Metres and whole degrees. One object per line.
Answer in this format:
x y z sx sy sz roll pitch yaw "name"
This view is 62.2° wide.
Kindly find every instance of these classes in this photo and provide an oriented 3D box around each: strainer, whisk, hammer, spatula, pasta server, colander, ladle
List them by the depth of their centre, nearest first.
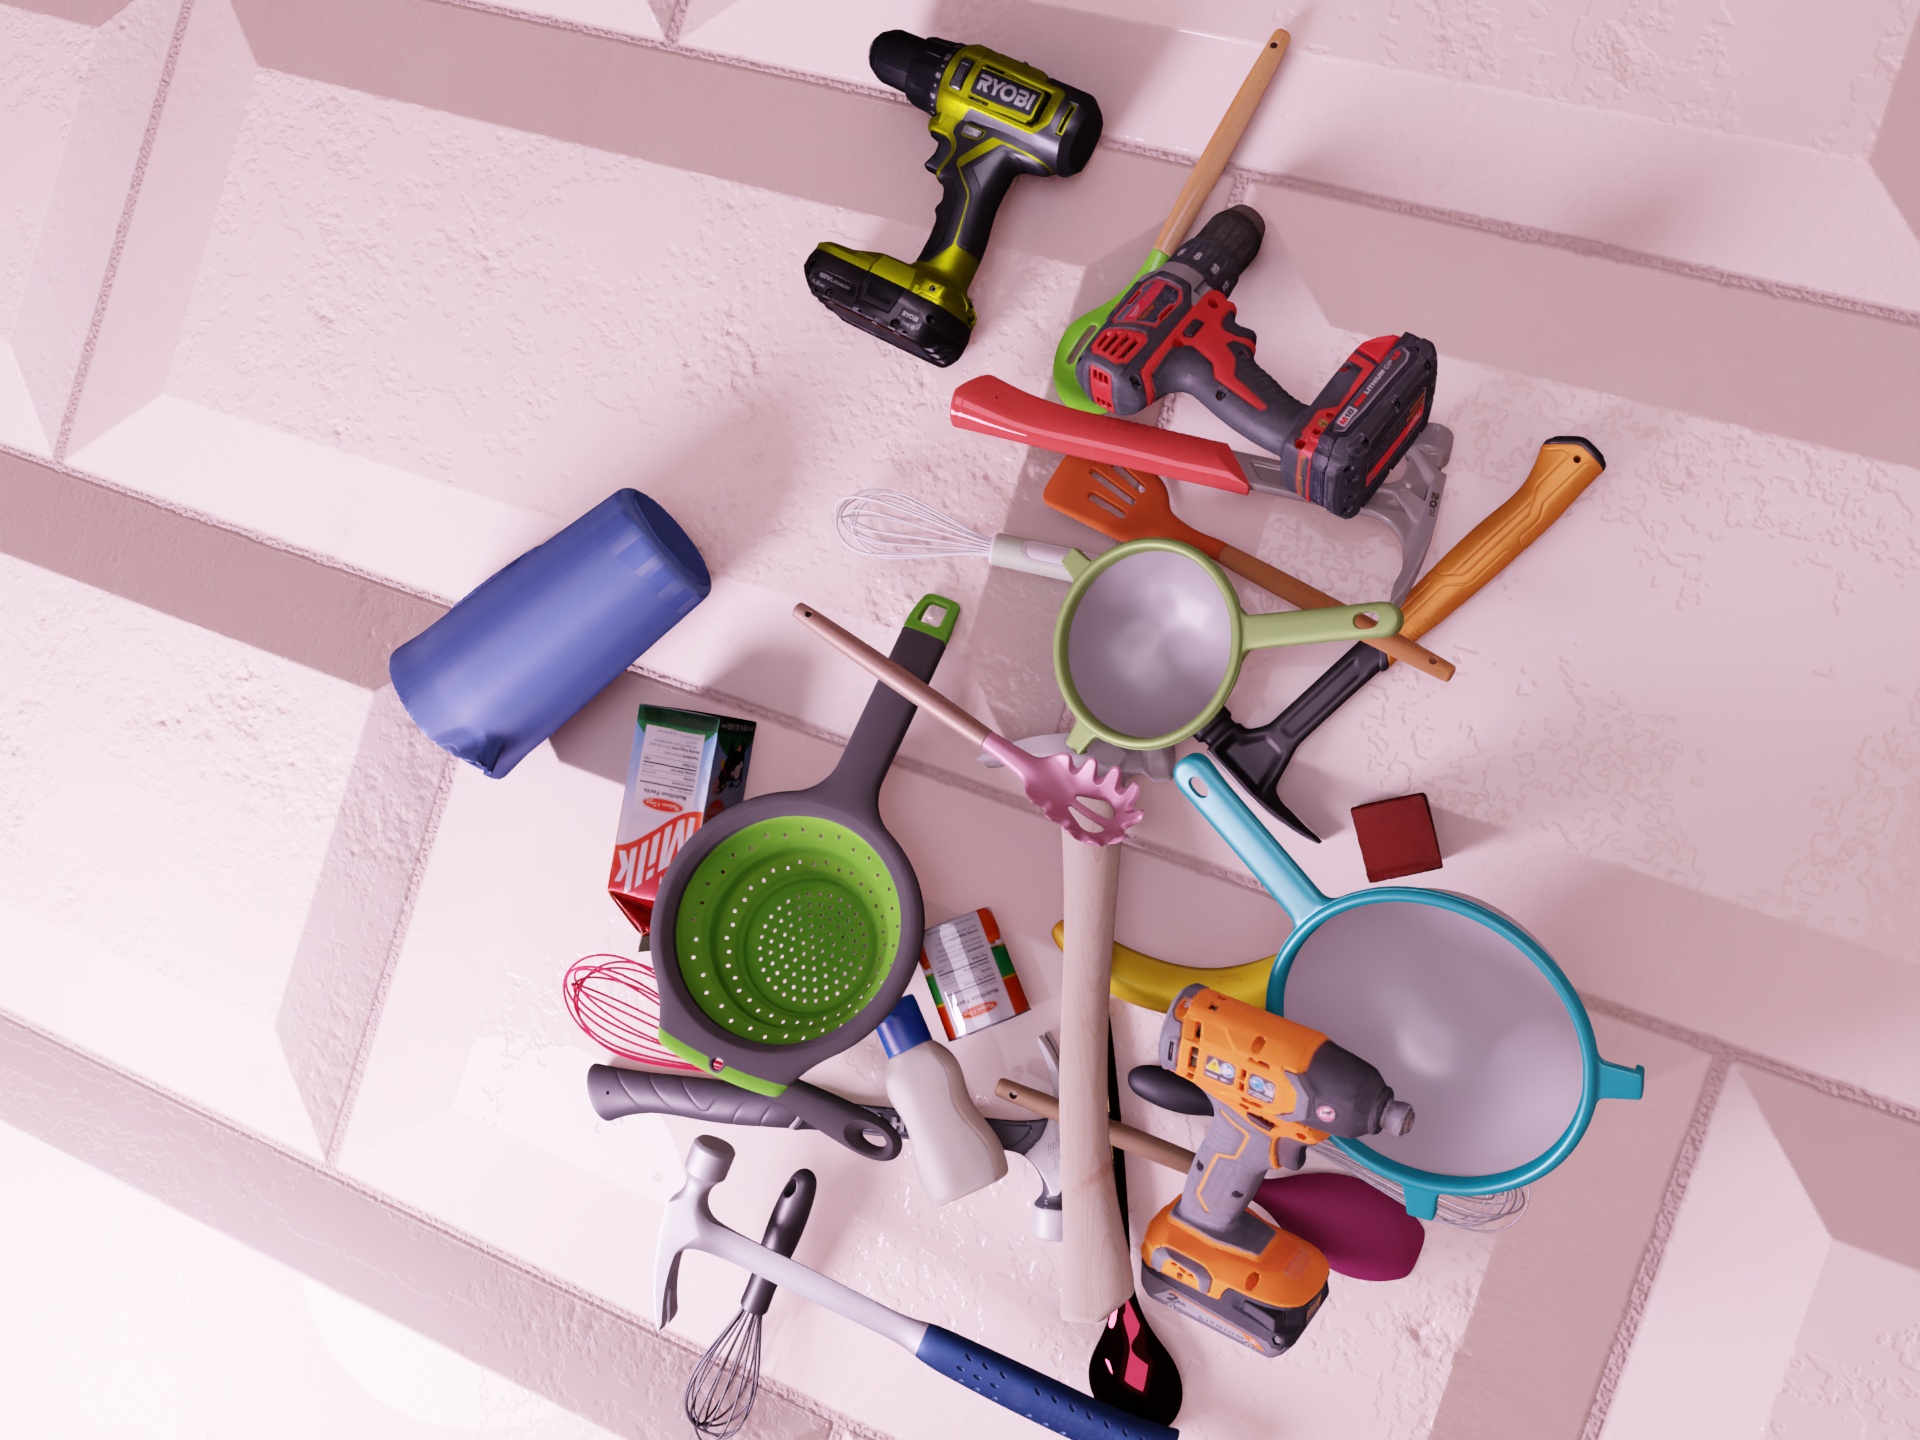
0.273 0.144 1.046 0.340 0.095 0.211 50 127 11 "strainer"
0.190 -0.056 1.116 0.256 0.069 0.151 -5 84 32 "strainer"
0.253 0.291 1.118 0.285 0.070 0.070 14 92 21 "whisk"
0.322 -0.065 1.120 0.337 0.034 0.127 -45 76 10 "hammer"
0.207 -0.112 1.134 0.323 0.041 0.081 33 78 26 "spatula"
0.080 0.209 1.134 0.146 0.038 0.411 -3 73 18 "hammer"
0.160 -0.181 1.142 0.359 0.036 0.149 16 68 15 "hammer"
-0.040 0.452 1.160 0.405 0.035 0.144 22 94 11 "hammer"
-0.002 -0.004 1.167 0.316 0.040 0.060 35 73 18 "pasta server"
0.117 0.367 1.168 0.069 0.031 0.315 -6 84 17 "ladle"
0.019 -0.133 1.208 0.246 0.059 0.058 14 64 13 "whisk"
-0.176 0.260 1.213 0.296 0.073 0.073 25 95 11 "whisk"
-0.089 0.091 1.218 0.204 0.094 0.397 21 76 15 "colander"
-0.158 0.451 1.223 0.055 0.055 0.239 24 100 16 "whisk"
-0.104 0.301 1.232 0.409 0.036 0.149 2 87 17 "hammer"

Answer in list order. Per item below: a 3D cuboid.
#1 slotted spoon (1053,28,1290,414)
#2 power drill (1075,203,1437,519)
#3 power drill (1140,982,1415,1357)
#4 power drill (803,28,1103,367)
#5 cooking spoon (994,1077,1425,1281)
0.161 -0.372 1.185 0.070 0.031 0.314 31 95 16 "slotted spoon"
0.217 -0.261 1.112 0.227 0.080 0.188 33 73 24 "power drill"
0.204 0.299 1.044 0.164 0.084 0.226 18 117 30 "power drill"
-0.024 -0.407 1.216 0.191 0.080 0.228 29 93 15 "power drill"
0.174 0.321 1.139 0.319 0.017 0.069 20 94 8 "cooking spoon"
